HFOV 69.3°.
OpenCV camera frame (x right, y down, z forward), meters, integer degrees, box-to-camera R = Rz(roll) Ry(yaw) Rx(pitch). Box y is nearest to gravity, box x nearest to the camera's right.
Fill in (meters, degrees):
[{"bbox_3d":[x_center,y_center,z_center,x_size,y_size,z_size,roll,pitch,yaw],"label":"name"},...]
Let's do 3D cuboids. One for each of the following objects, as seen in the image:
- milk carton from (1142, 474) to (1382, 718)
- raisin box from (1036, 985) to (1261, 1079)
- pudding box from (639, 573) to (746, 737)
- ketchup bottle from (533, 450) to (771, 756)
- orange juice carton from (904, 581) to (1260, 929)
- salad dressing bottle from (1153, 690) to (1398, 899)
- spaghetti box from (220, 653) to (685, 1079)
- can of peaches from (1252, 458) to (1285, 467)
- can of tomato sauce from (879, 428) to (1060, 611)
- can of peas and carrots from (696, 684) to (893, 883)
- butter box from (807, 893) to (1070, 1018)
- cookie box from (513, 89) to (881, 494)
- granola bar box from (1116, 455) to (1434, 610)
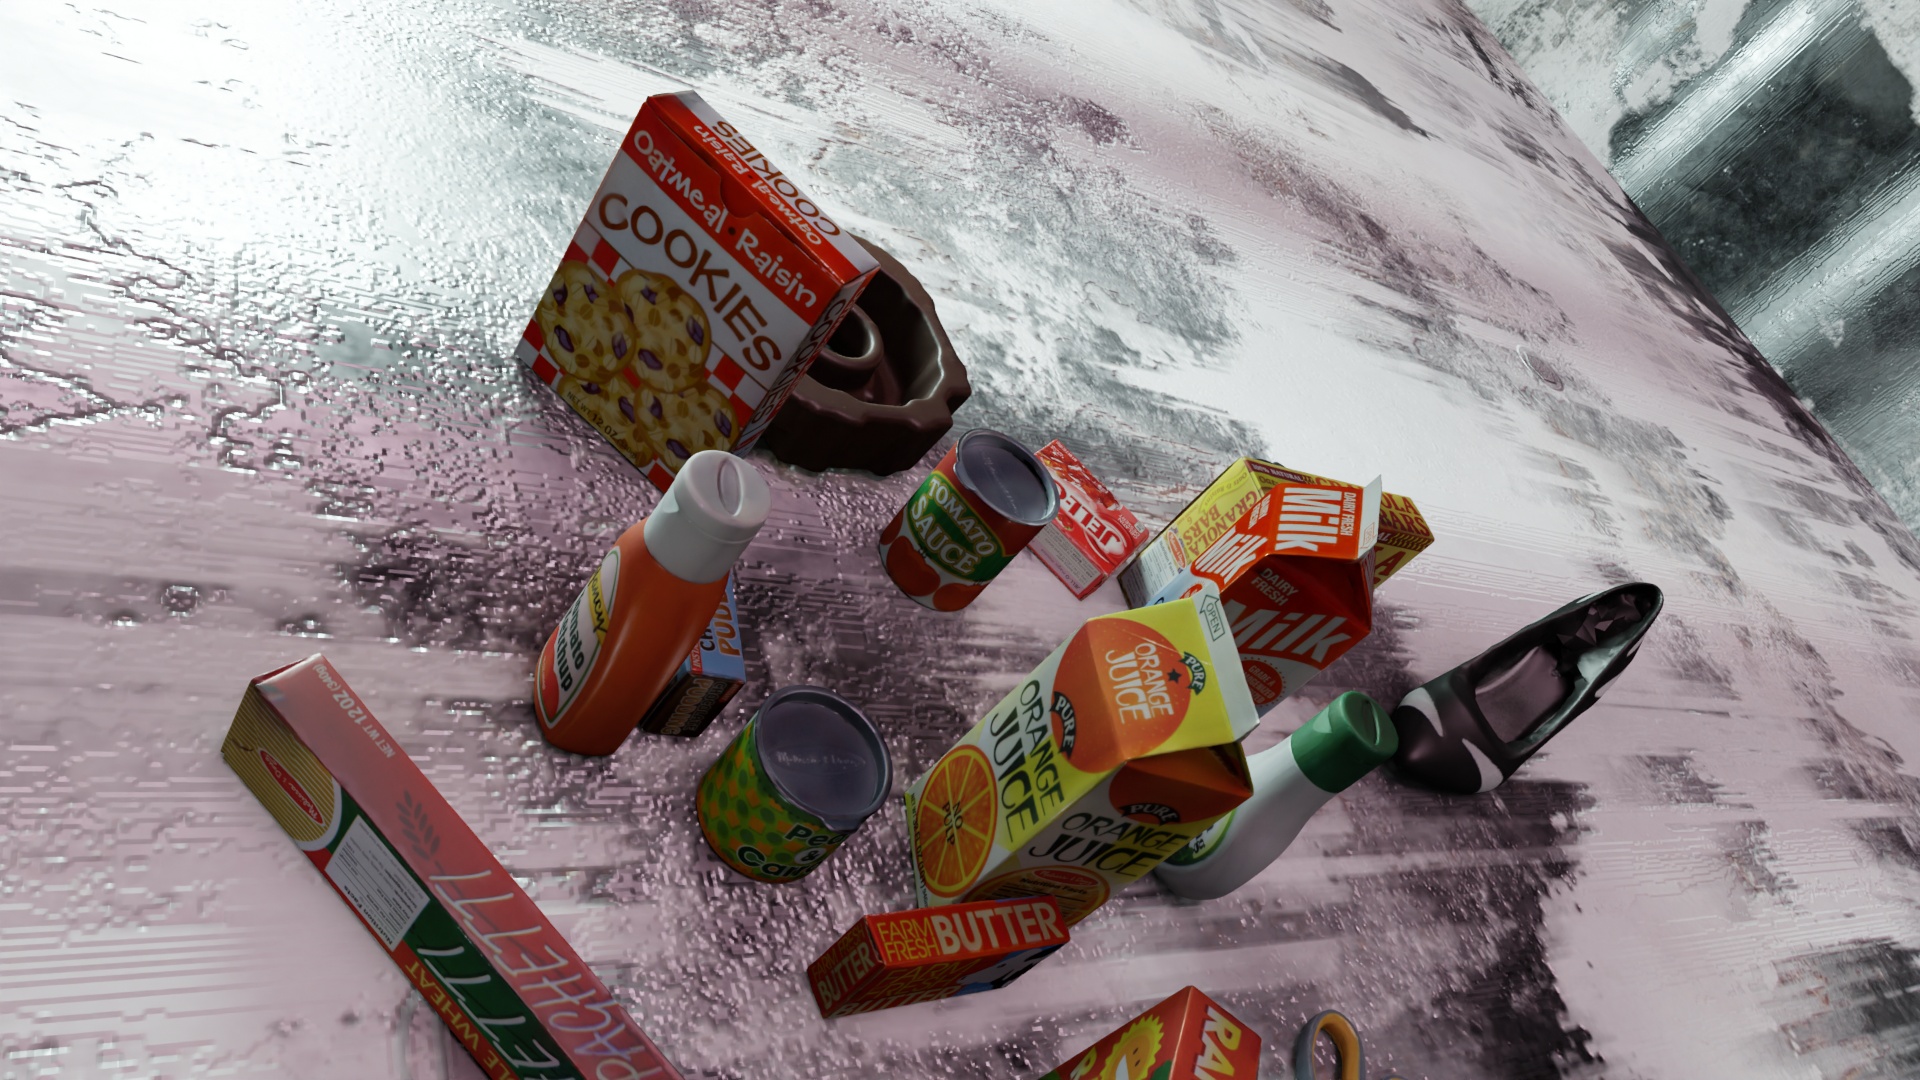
[{"bbox_3d":[0.164,0.039,0.767,0.073,0.189,0.073,36,36,-8],"label":"milk carton"},{"bbox_3d":[0.056,0.235,0.526,0.040,0.122,0.086,39,36,-5],"label":"raisin box"},{"bbox_3d":[-0.124,0.040,0.623,0.030,0.049,0.084,13,45,-34],"label":"pudding box"},{"bbox_3d":[-0.124,0.024,0.556,0.043,0.148,0.065,16,43,-31],"label":"ketchup bottle"},{"bbox_3d":[0.058,0.100,0.607,0.073,0.191,0.072,18,42,-29],"label":"orange juice carton"},{"bbox_3d":[0.156,0.130,0.704,0.044,0.147,0.064,31,38,-15],"label":"salad dressing bottle"},{"bbox_3d":[-0.162,0.147,0.479,0.250,0.050,0.029,47,36,7],"label":"spaghetti box"},{"bbox_3d":[0.206,-0.016,0.973,0.071,0.057,0.071,25,40,-22],"label":"can of peaches"},{"bbox_3d":[0.003,-0.010,0.761,0.071,0.082,0.071,25,40,-22],"label":"can of tomato sauce"},{"bbox_3d":[-0.071,0.107,0.596,0.071,0.058,0.071,25,40,-22],"label":"can of peas and carrots"},{"bbox_3d":[-0.008,0.175,0.588,0.103,0.053,0.024,6,49,-39],"label":"butter box"},{"bbox_3d":[-0.132,-0.111,0.670,0.123,0.166,0.040,43,36,1],"label":"cookie box"},{"bbox_3d":[0.201,0.010,0.886,0.166,0.123,0.039,10,47,-36],"label":"granola bar box"}]
